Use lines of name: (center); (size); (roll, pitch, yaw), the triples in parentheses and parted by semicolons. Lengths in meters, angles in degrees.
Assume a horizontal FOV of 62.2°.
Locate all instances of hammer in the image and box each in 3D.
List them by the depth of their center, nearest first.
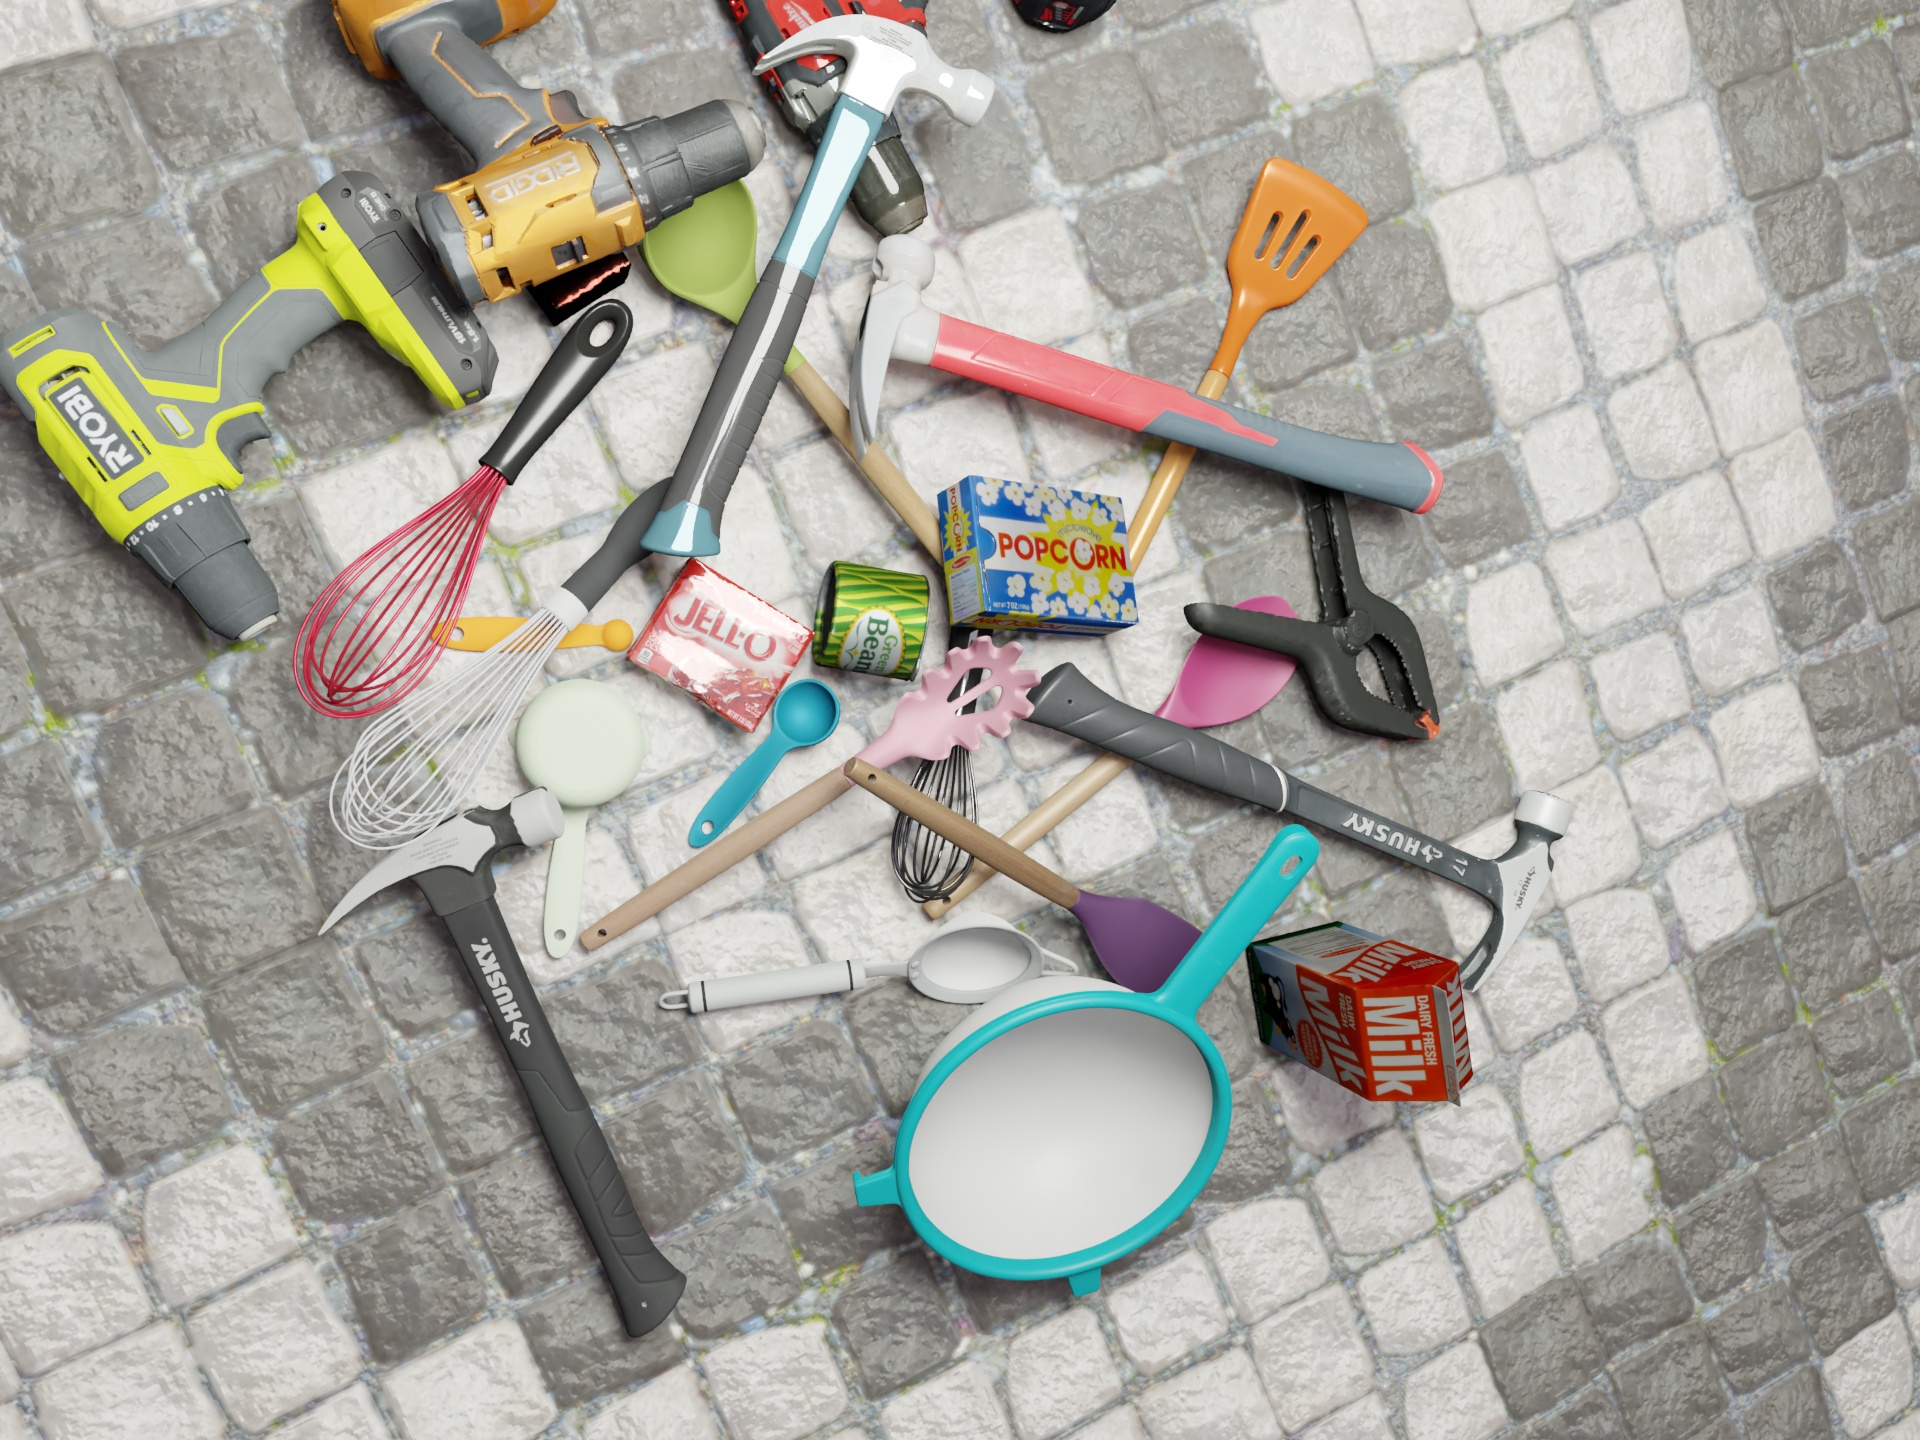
hammer: (-0.099, -0.243, 0.904); (0.128, 0.033, 0.331); (23, 89, -18)
hammer: (-0.247, 0.214, 0.933); (0.146, 0.035, 0.334); (-21, 101, 0)
hammer: (0.122, -0.178, 0.980); (0.386, 0.038, 0.143); (14, 67, -14)
hammer: (0.222, 0.057, 1.053); (0.408, 0.036, 0.149); (22, 88, -18)

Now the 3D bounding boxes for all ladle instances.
ladle: (-0.077, -0.192, 0.948); (0.078, 0.062, 0.320); (-42, 98, -19)

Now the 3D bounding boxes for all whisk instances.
whisk: (-0.249, -0.041, 0.910); (0.070, 0.070, 0.285); (43, 70, -13)
whisk: (-0.277, -0.126, 0.911); (0.073, 0.073, 0.296); (36, 76, -14)
whisk: (-0.002, -0.003, 0.995); (0.055, 0.055, 0.239); (11, 86, -16)

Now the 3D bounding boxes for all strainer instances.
strainer: (0.091, 0.184, 0.973); (0.210, 0.095, 0.340); (31, 102, -26)
strainer: (-0.057, 0.154, 0.988); (0.258, 0.050, 0.086); (-7, 138, -10)

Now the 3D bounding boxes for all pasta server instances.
pasta server: (-0.092, 0.049, 0.952); (0.316, 0.040, 0.060); (-33, 92, -2)

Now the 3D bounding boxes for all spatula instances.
spatula: (0.050, 0.102, 0.990); (0.315, 0.018, 0.060); (34, 83, -30)
spatula: (0.160, -0.205, 1.034); (0.081, 0.041, 0.322); (27, 86, -14)

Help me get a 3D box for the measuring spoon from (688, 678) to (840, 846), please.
measuring spoon: (-0.121, 0.029, 0.979); (0.042, 0.021, 0.128); (41, 90, 18)

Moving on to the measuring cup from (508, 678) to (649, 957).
measuring cup: (-0.228, 0.059, 0.937); (0.083, 0.038, 0.167); (6, 88, -16)

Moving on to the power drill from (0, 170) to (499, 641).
power drill: (-0.373, -0.173, 0.871); (0.228, 0.080, 0.190); (-36, 100, -9)

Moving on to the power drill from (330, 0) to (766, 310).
power drill: (-0.227, -0.346, 0.859); (0.185, 0.084, 0.226); (-26, 74, -10)

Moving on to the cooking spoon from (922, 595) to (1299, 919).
cooking spoon: (0.102, 0.025, 1.038); (0.319, 0.017, 0.068); (-38, 104, -11)

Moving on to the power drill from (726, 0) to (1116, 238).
power drill: (-0.010, -0.419, 0.962); (0.226, 0.080, 0.188); (-32, 100, -9)

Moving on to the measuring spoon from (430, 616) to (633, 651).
measuring spoon: (-0.252, -0.051, 0.941); (0.117, 0.011, 0.021); (0, 92, -15)
